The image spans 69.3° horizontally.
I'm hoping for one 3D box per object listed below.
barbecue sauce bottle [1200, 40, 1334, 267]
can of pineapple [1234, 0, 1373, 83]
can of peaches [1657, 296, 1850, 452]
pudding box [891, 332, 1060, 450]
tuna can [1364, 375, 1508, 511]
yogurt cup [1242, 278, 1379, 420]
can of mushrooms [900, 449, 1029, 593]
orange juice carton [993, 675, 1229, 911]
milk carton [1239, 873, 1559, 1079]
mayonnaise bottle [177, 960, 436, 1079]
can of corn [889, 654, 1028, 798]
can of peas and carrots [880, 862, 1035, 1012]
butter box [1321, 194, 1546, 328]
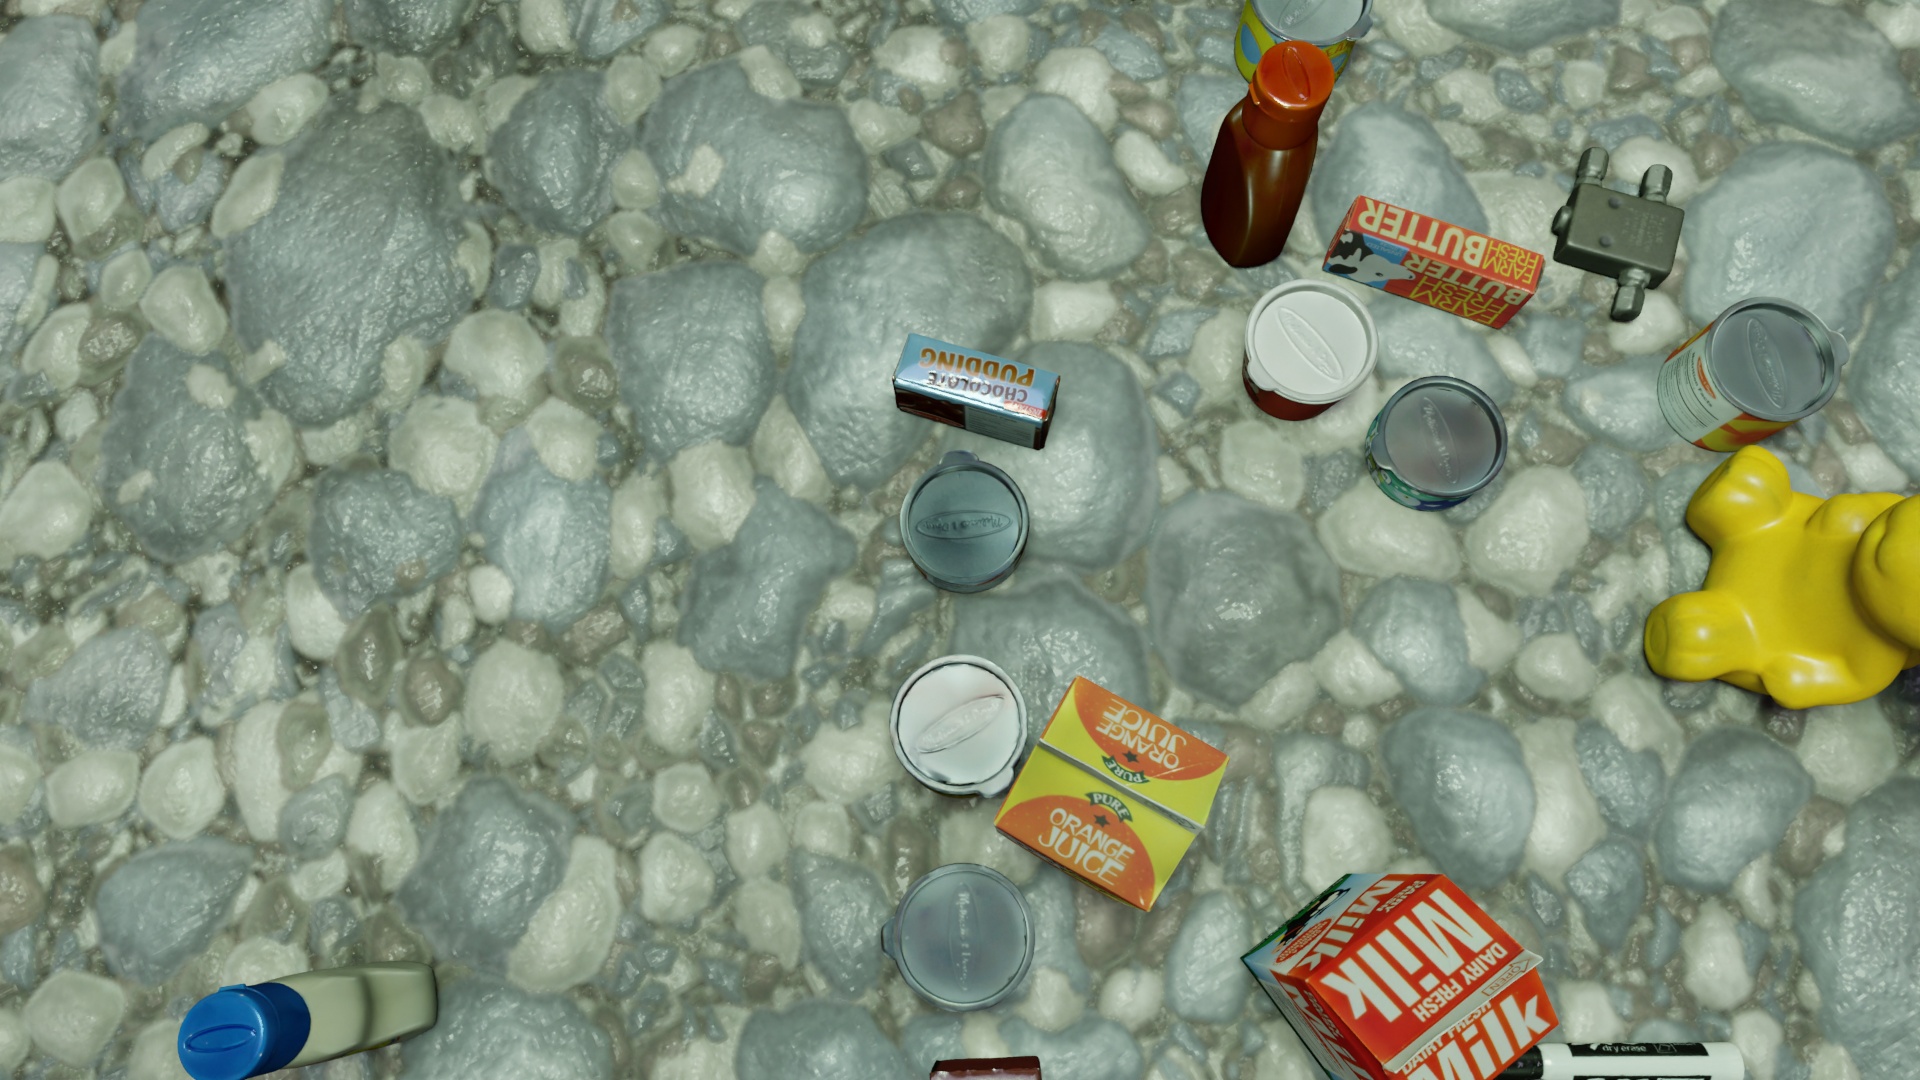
[{"bbox_3d":[0.155,-0.196,0.706,0.044,0.148,0.065,-14,77,-2],"label":"barbecue sauce bottle"},{"bbox_3d":[0.190,-0.287,0.774,0.071,0.057,0.071,0,77,1],"label":"can of pineapple"},{"bbox_3d":[0.408,-0.085,0.719,0.071,0.058,0.071,0,77,1],"label":"can of peaches"},{"bbox_3d":[0.008,-0.078,0.732,0.084,0.049,0.030,16,78,5],"label":"pudding box"},{"bbox_3d":[0.245,-0.049,0.727,0.071,0.032,0.071,0,76,1],"label":"tuna can"},{"bbox_3d":[0.179,-0.096,0.729,0.072,0.054,0.072,0,77,1],"label":"yogurt cup"},{"bbox_3d":[0.003,-0.009,0.723,0.071,0.033,0.071,0,76,1],"label":"can of mushrooms"},{"bbox_3d":[0.063,0.112,0.610,0.072,0.192,0.073,29,79,8],"label":"orange juice carton"},{"bbox_3d":[0.184,0.191,0.589,0.072,0.190,0.073,-35,78,-6],"label":"milk carton"},{"bbox_3d":[-0.290,0.213,0.618,0.065,0.147,0.041,-9,77,0],"label":"mayonnaise bottle"},{"bbox_3d":[0.001,0.095,0.685,0.071,0.058,0.071,0,77,1],"label":"can of corn"},{"bbox_3d":[0.000,0.188,0.662,0.071,0.058,0.071,0,77,1],"label":"can of peas and carrots"},{"bbox_3d":[0.251,-0.148,0.741,0.103,0.053,0.024,20,78,6],"label":"butter box"}]
